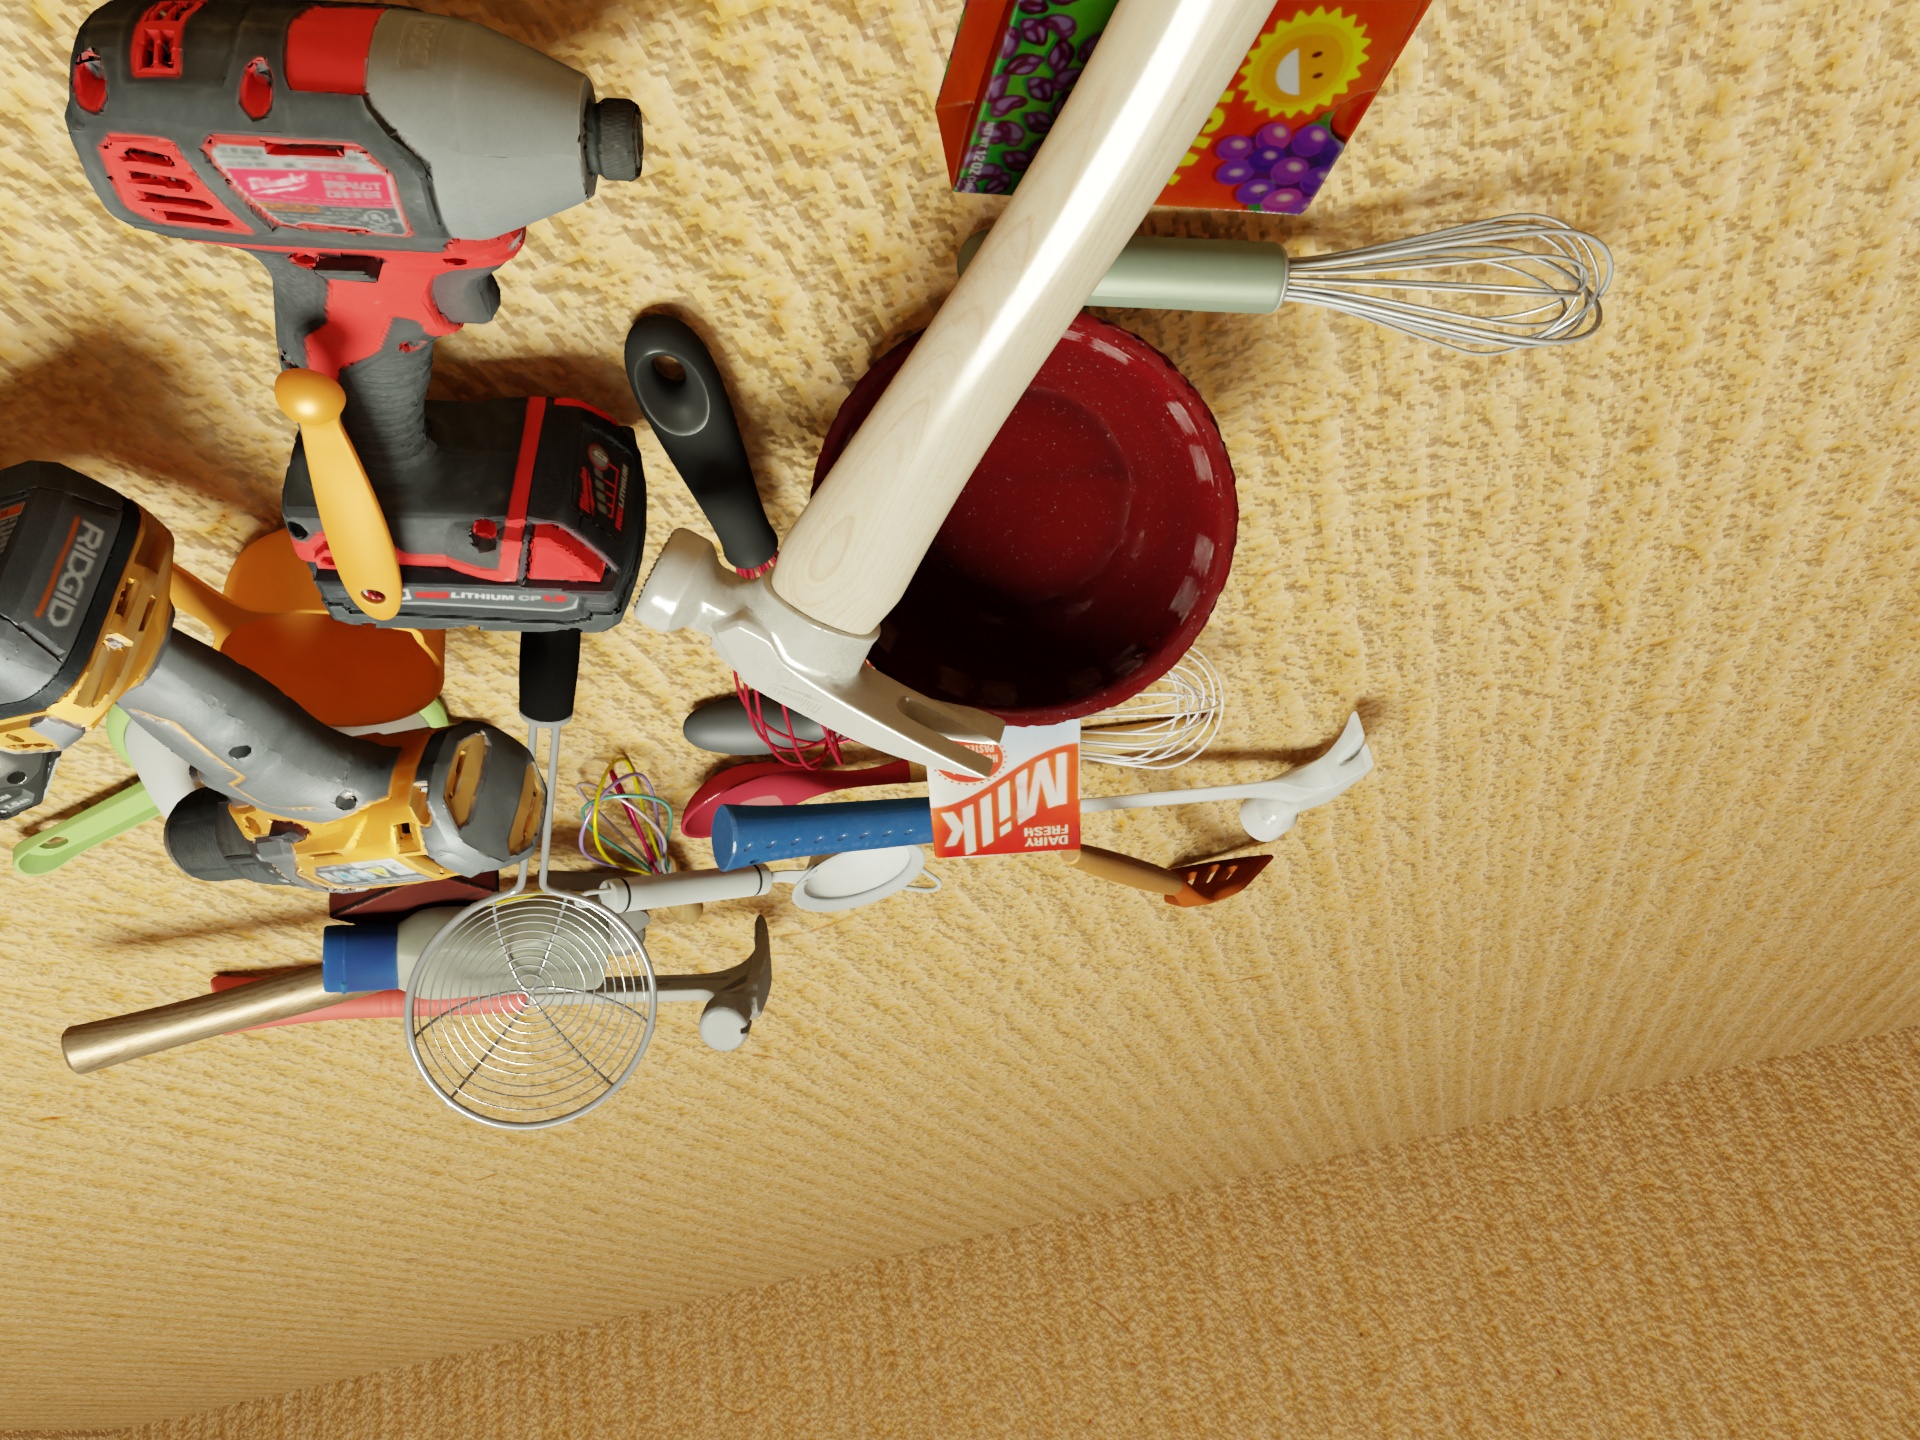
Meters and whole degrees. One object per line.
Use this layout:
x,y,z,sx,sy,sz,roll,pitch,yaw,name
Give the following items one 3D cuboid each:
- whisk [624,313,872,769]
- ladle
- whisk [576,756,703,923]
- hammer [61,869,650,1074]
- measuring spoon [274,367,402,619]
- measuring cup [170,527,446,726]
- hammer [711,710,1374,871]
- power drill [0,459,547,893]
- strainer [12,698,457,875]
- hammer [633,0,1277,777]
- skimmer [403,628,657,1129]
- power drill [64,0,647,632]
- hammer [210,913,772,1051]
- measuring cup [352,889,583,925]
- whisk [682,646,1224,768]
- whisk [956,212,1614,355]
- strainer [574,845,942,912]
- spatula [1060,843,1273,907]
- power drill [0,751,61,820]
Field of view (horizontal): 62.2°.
-0.085,-0.062,0.677,0.073,0.073,0.295,-12,148,3,whisk
-0.004,0.026,0.914,0.315,0.031,0.069,-8,158,-10,ladle
-0.181,0.078,0.939,0.051,0.047,0.244,-17,159,-5,whisk
-0.349,0.149,0.943,0.331,0.031,0.130,-14,160,-16,hammer
-0.193,-0.065,0.499,0.021,0.011,0.116,4,146,-5,measuring spoon
-0.276,-0.058,0.616,0.095,0.052,0.173,-21,145,23,measuring cup
0.058,0.048,0.927,0.405,0.035,0.144,-4,158,-25,hammer
-0.295,0.006,0.594,0.185,0.084,0.226,-8,151,28,power drill
-0.366,0.048,0.767,0.256,0.069,0.151,-22,152,19,strainer
0.030,-0.127,0.461,0.146,0.038,0.410,27,136,-10,hammer
-0.193,0.059,0.737,0.127,0.090,0.363,0,137,-18,skimmer
-0.161,-0.119,0.494,0.143,0.079,0.219,1,150,-3,power drill
-0.305,0.175,1.043,0.359,0.036,0.149,-2,-164,1,hammer
-0.291,0.103,0.969,0.156,0.029,0.062,-9,159,-31,measuring cup
-0.001,-0.001,0.831,0.284,0.070,0.070,-3,153,-6,whisk
0.120,-0.158,0.571,0.246,0.058,0.059,0,151,-10,whisk
-0.114,0.091,0.941,0.258,0.050,0.087,-2,147,-45,strainer
0.126,0.093,1.015,0.081,0.041,0.322,-11,165,23,spatula
-0.445,-0.034,0.568,0.190,0.080,0.228,-18,150,16,power drill
